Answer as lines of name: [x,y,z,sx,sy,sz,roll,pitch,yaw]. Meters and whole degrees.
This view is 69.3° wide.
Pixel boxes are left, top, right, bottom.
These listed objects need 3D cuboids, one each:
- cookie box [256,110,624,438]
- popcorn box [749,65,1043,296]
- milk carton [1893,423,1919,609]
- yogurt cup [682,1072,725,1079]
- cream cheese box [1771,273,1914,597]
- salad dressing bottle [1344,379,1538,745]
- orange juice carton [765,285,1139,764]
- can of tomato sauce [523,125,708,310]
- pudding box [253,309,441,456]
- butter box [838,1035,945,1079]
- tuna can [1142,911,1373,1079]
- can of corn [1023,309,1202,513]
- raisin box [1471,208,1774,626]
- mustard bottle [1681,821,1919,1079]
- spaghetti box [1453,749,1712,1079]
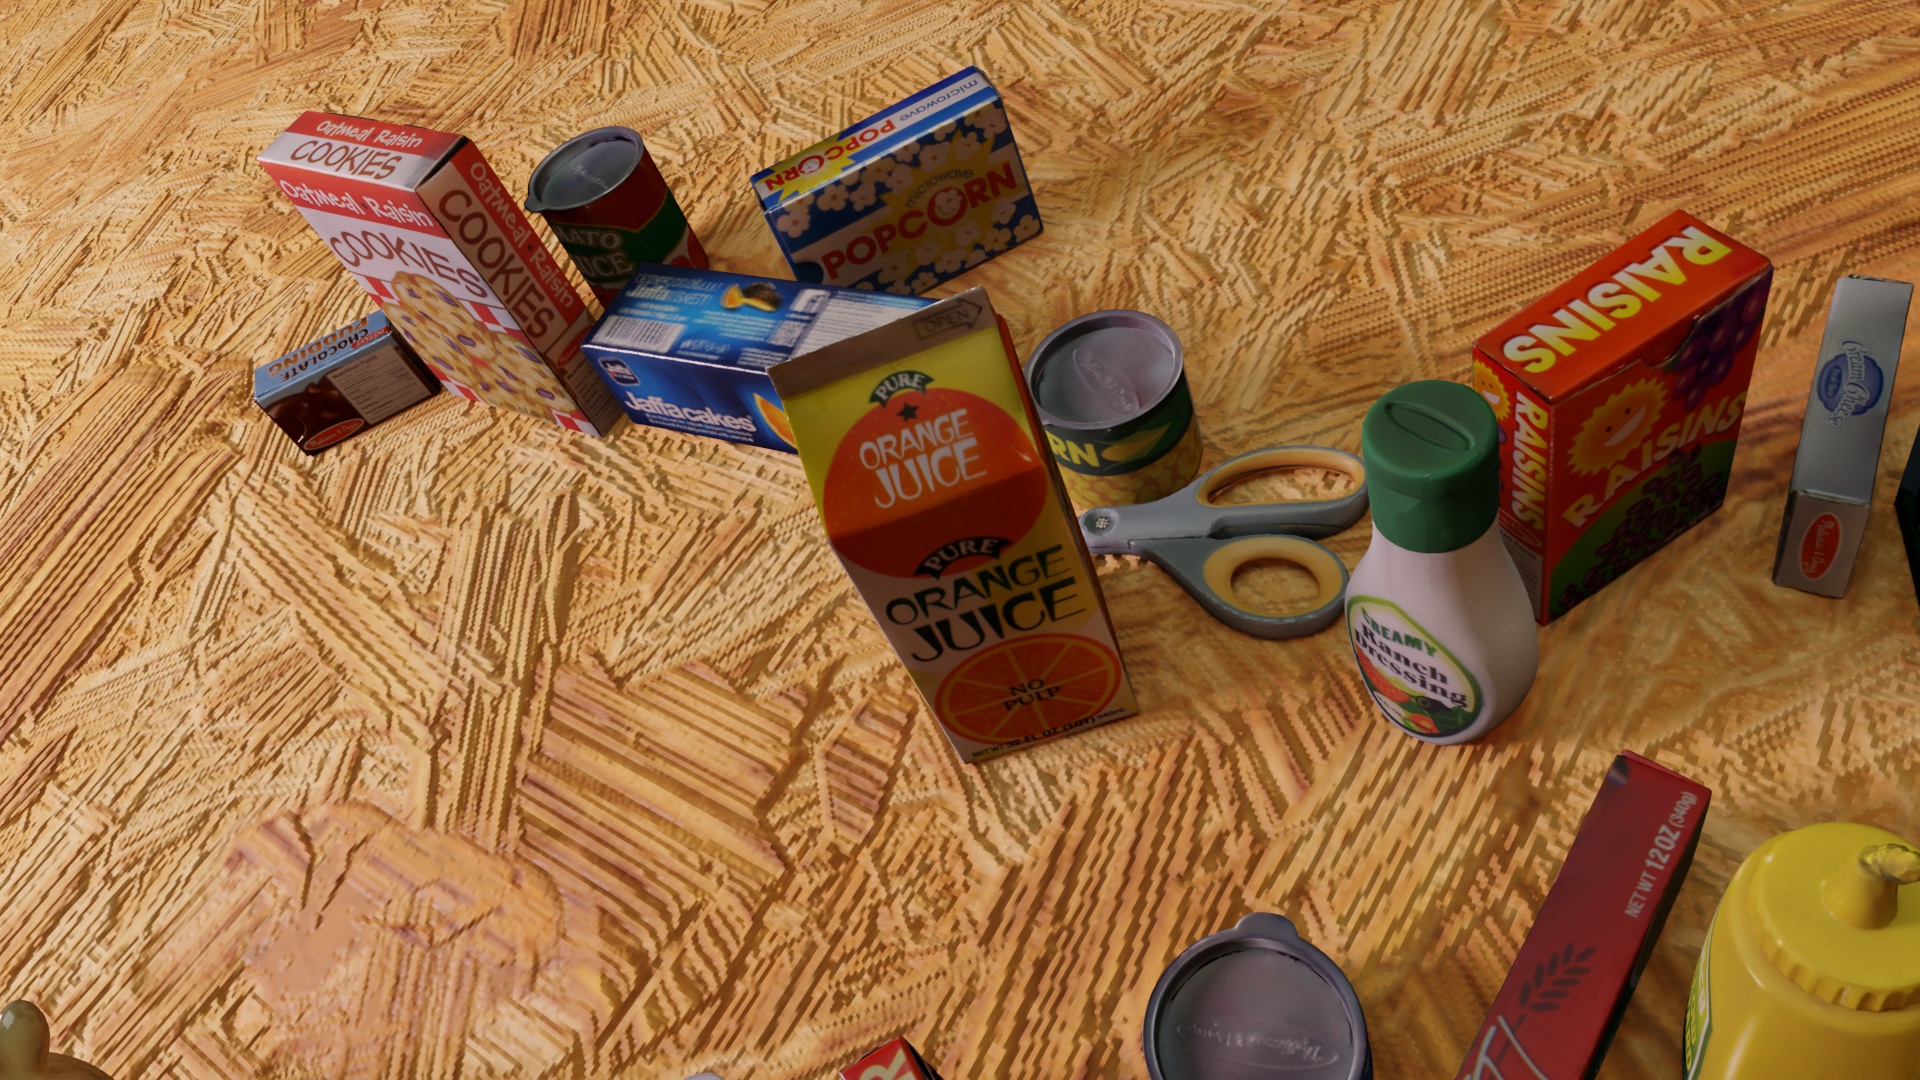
cookie box: [-0.249,-0.130,0.689,0.123,0.166,0.040,17,61,31]
popcorn box: [-0.030,-0.167,0.691,0.127,0.085,0.038,-27,49,-1]
milk carton: [0.325,-0.041,0.386,0.072,0.189,0.074,-1,53,20]
yogurt cup: [-0.072,0.210,0.426,0.072,0.053,0.073,-10,50,13]
cream cheese box: [0.305,-0.037,0.482,0.024,0.053,0.104,13,59,29]
salad dressing bottle: [0.150,0.011,0.439,0.044,0.147,0.064,-42,51,-14]
orange juice carton: [0.002,-0.006,0.479,0.072,0.191,0.073,-18,49,7]
can of tomato sauce: [-0.185,-0.169,0.752,0.071,0.082,0.071,-10,50,13]
pudding box: [-0.339,-0.088,0.768,0.084,0.049,0.030,-27,49,-2]
butter box: [0.001,0.201,0.406,0.024,0.053,0.104,-31,49,-4]
tuna can: [0.092,0.153,0.424,0.071,0.032,0.071,-10,50,13]
can of corn: [0.063,-0.052,0.582,0.071,0.058,0.071,-10,50,13]
raisin box: [0.218,-0.037,0.468,0.086,0.123,0.040,-32,49,-5]
mustard bottle: [0.207,0.105,0.335,0.049,0.159,0.065,9,57,27]
spaghetti box: [0.142,0.172,0.379,0.029,0.050,0.251,23,64,33]
